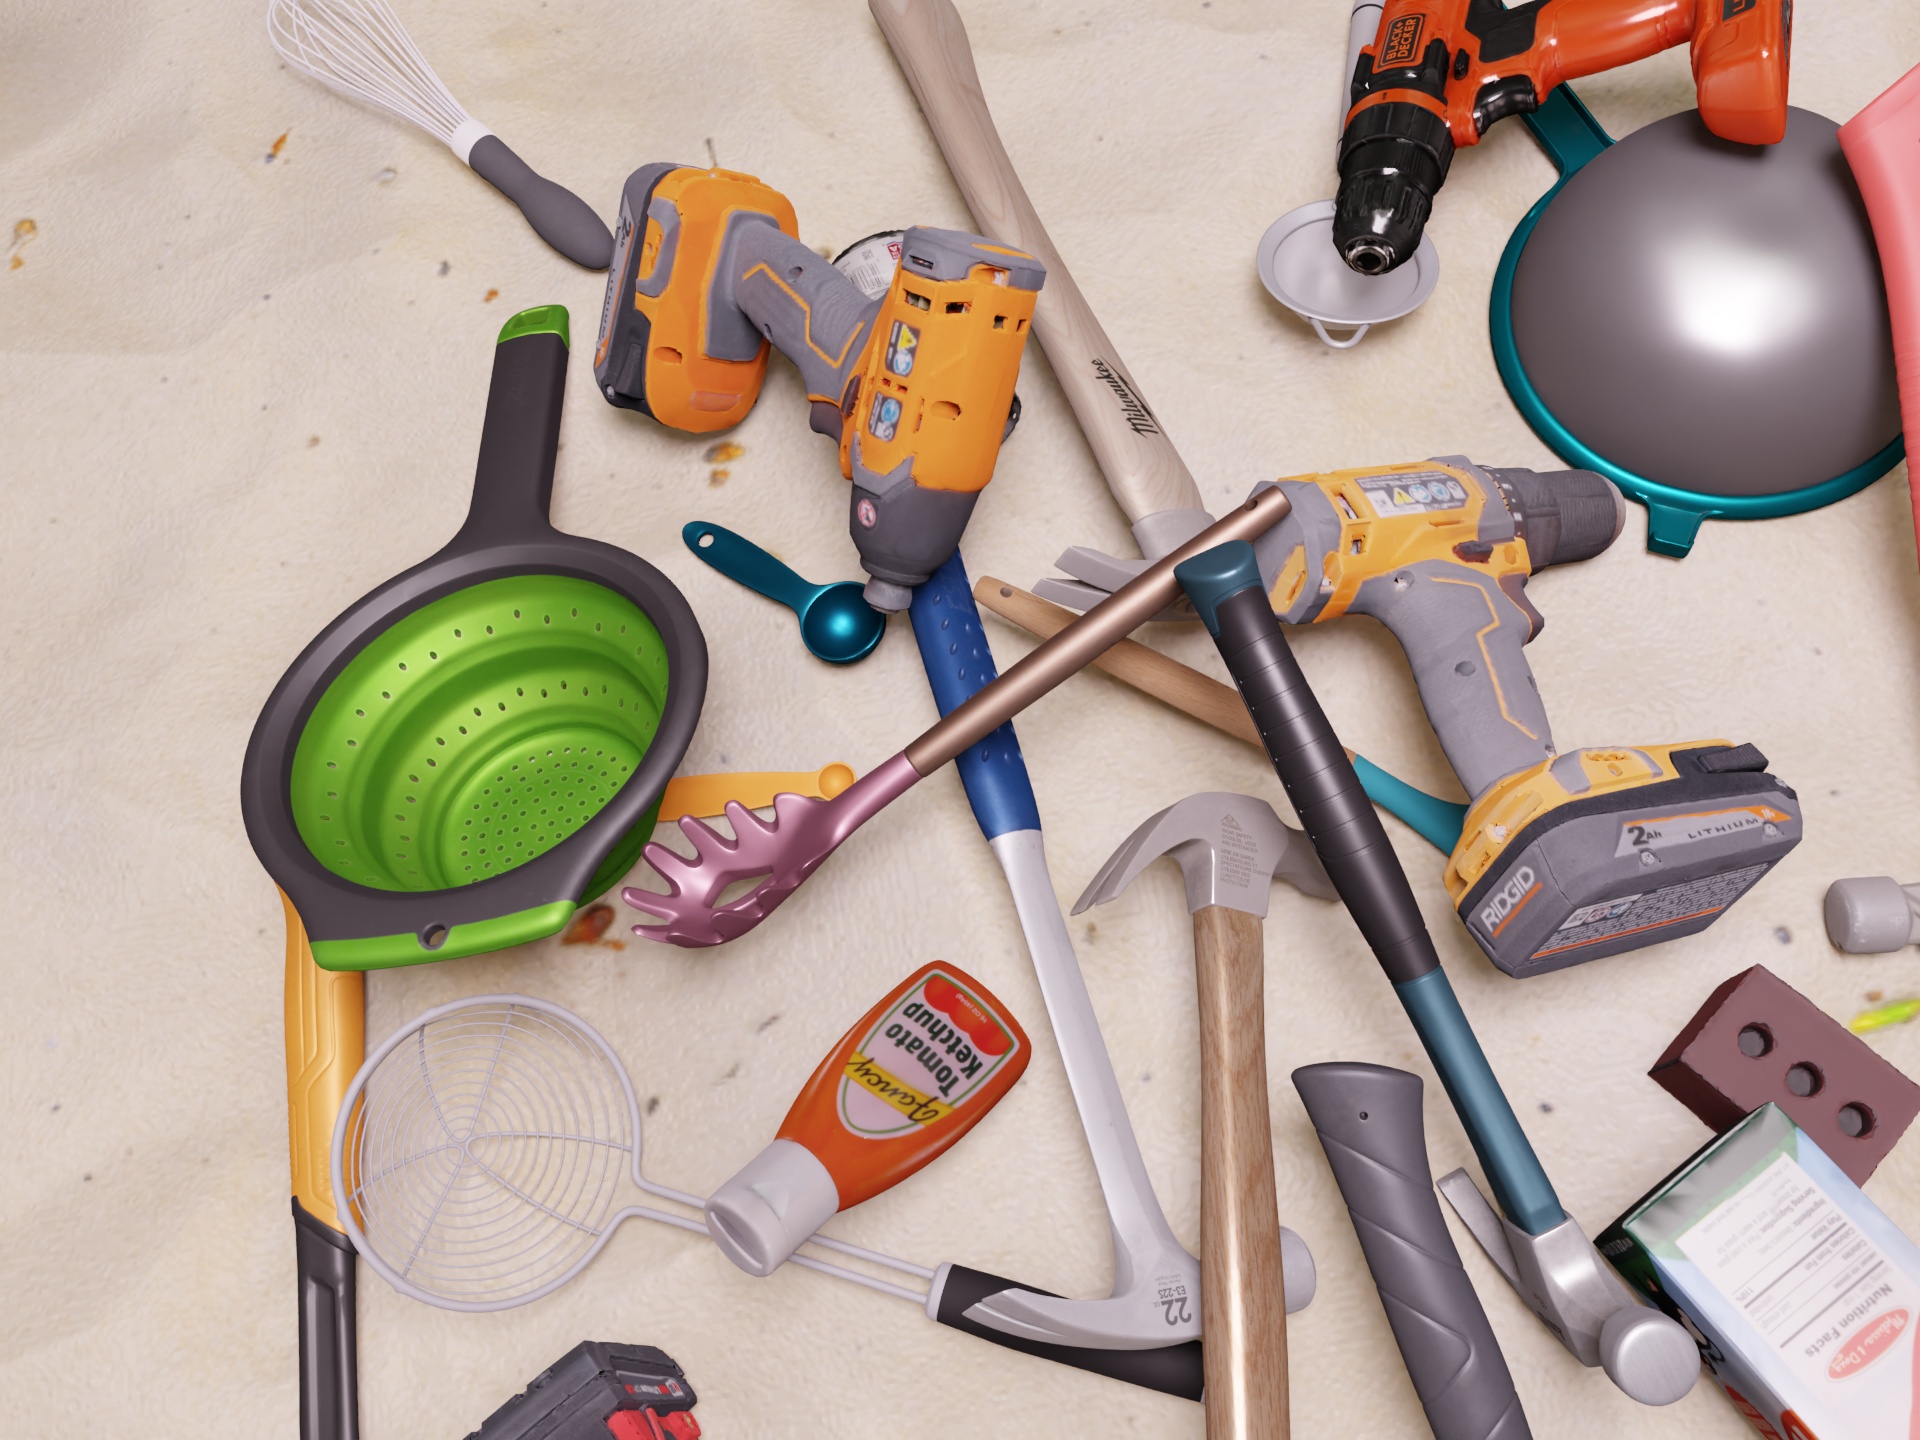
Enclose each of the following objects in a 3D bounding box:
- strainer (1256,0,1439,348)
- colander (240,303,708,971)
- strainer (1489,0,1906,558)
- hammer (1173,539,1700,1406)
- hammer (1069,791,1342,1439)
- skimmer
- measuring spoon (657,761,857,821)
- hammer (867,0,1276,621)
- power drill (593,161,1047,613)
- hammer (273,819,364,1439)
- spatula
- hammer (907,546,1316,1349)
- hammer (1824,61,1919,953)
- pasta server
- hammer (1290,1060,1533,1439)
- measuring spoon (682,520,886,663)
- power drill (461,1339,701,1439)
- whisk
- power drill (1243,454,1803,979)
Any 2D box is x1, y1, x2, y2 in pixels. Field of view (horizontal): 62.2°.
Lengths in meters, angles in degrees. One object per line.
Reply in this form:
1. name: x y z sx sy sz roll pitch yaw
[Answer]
1. strainer: 0.199 -0.277 0.799 0.087 0.050 0.259 8 66 8
2. colander: -0.204 -0.042 0.754 0.204 0.094 0.398 -10 52 6
3. strainer: 0.329 -0.258 0.744 0.211 0.095 0.341 -27 71 -2
4. hammer: 0.165 0.082 0.598 0.033 0.128 0.331 -26 87 -3
5. hammer: 0.103 0.182 0.599 0.130 0.031 0.332 15 61 -24
6. skimmer: -0.069 0.208 0.636 0.363 0.090 0.127 13 67 11
7. measuring spoon: -0.104 0.035 0.746 0.117 0.011 0.021 -7 71 9
8. hammer: 0.028 -0.222 0.772 0.146 0.038 0.411 -3 59 -37
9. power drill: -0.071 -0.156 0.724 0.227 0.084 0.164 30 115 36
10. hammer: -0.271 0.194 0.698 0.127 0.034 0.337 -12 70 4
11. spatula: 0.149 0.003 0.692 0.317 0.044 0.082 26 62 8
12. hammer: 0.022 0.060 0.682 0.144 0.035 0.406 -1 61 -31
13. hammer: 0.417 -0.086 0.646 0.149 0.036 0.359 -6 90 7
14. pasta server: -0.001 -0.002 0.650 0.316 0.040 0.060 -36 44 6
15. hammer: 0.203 0.315 0.552 0.149 0.036 0.409 -21 78 10
16. measuring spoon: -0.087 -0.064 0.777 0.129 0.021 0.042 32 78 26
17. power drill: -0.092 0.337 0.568 0.078 0.143 0.220 -39 68 -9
18. whisk: -0.288 -0.336 0.879 0.285 0.070 0.070 42 81 13
19. power drill: 0.238 -0.021 0.652 0.185 0.084 0.226 -9 54 -22
